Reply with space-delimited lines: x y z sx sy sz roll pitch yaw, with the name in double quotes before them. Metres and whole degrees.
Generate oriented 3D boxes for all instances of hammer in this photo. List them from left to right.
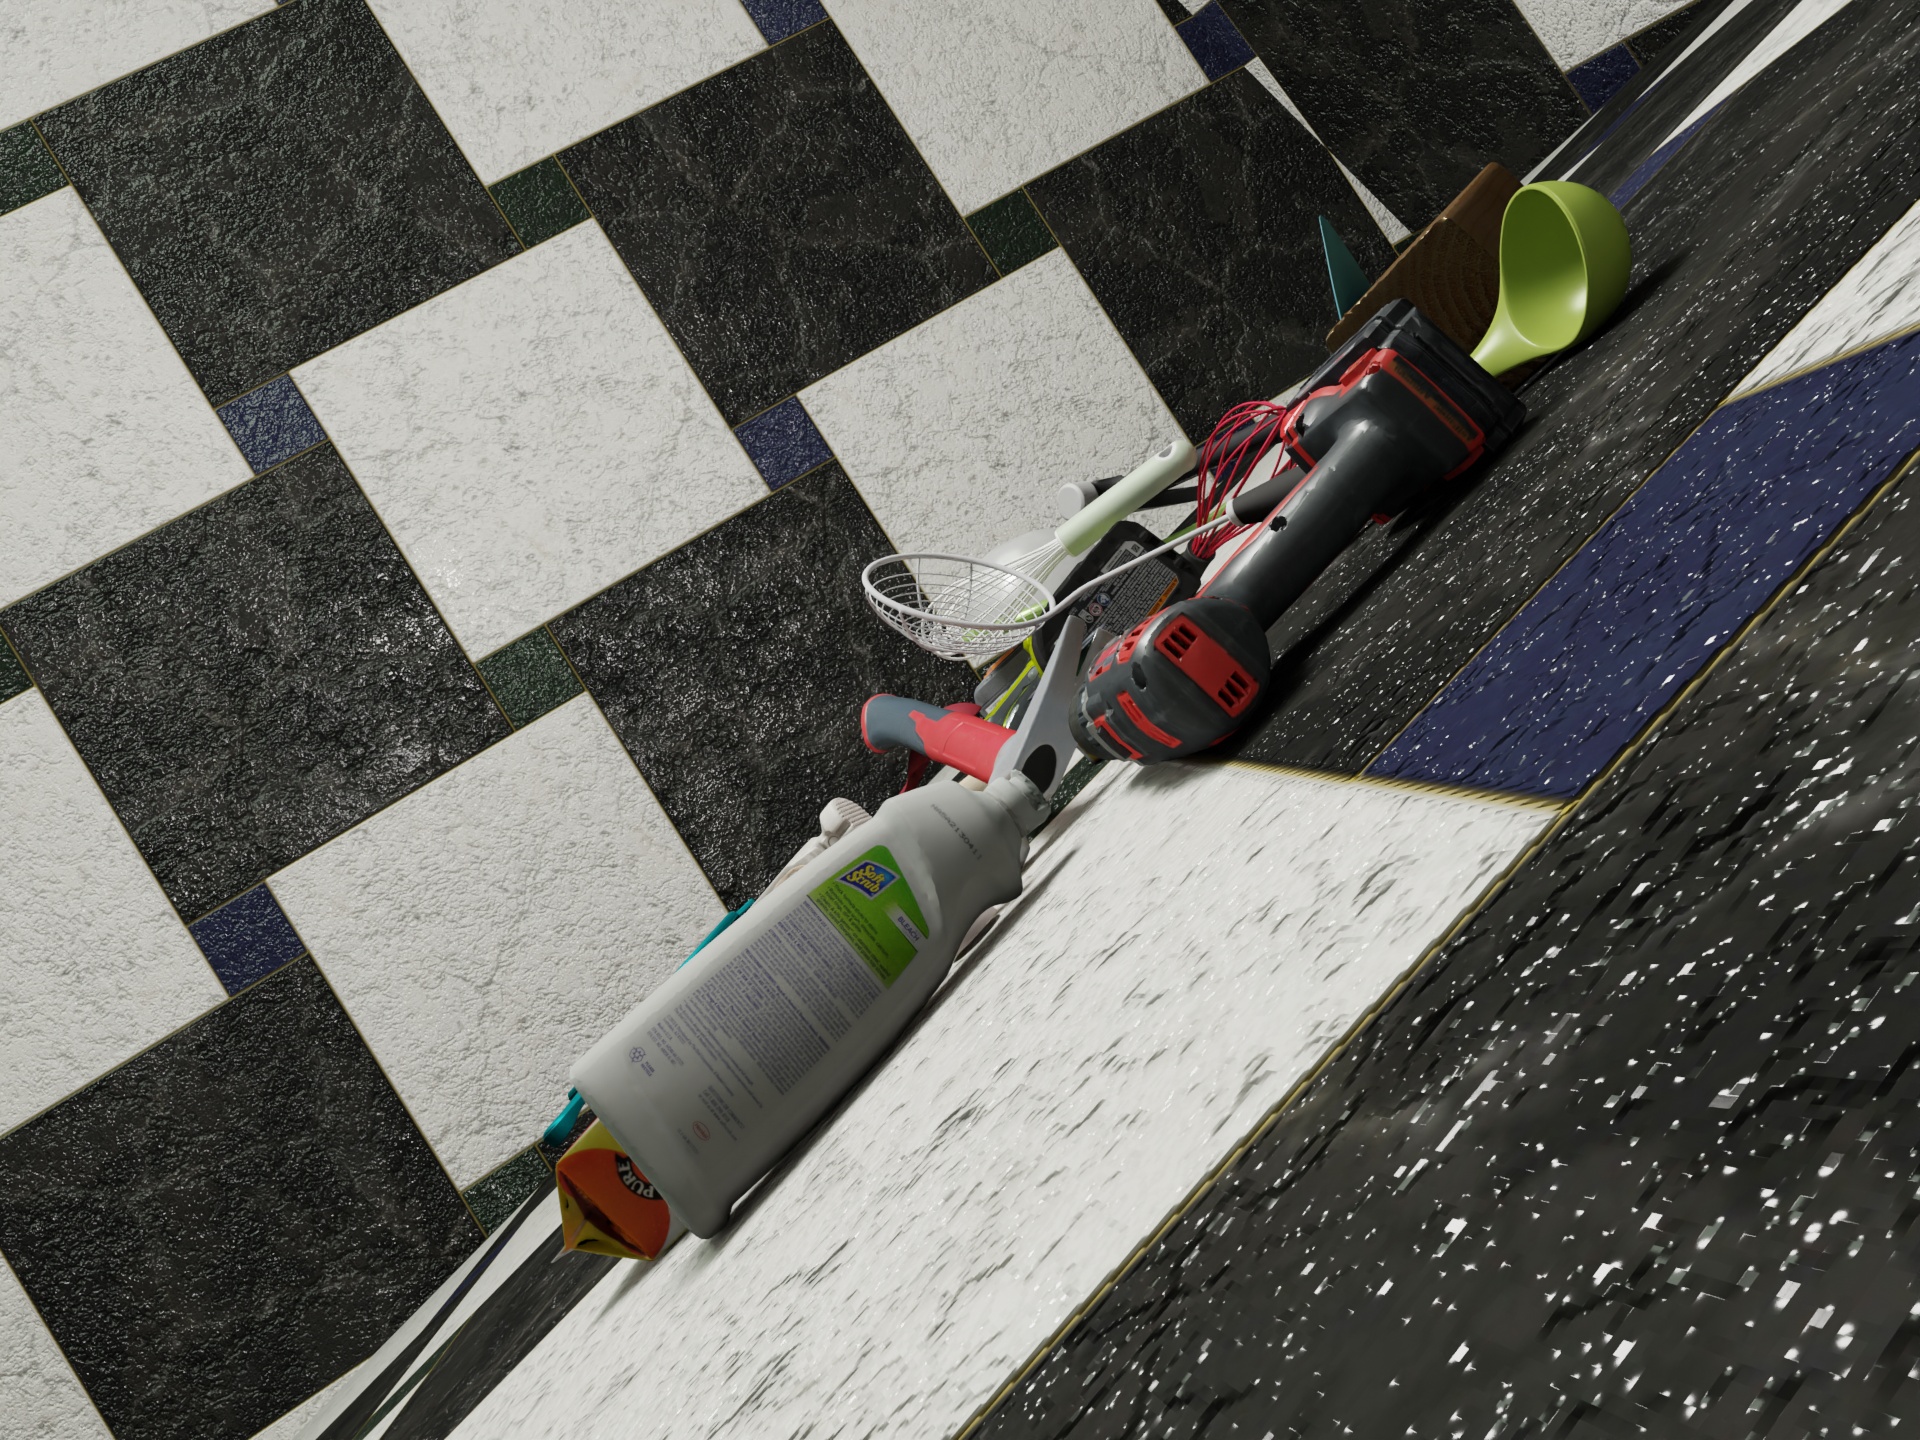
"hammer" -0.050 0.093 1.164 0.146 0.038 0.410 -50 -10 16
"hammer" -0.002 -0.003 1.043 0.143 0.038 0.386 -66 16 -1
"hammer" 0.235 -0.220 1.227 0.146 0.035 0.335 -15 -2 -41

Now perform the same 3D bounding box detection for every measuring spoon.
"measuring spoon" -0.011 0.115 0.846 0.034 0.018 0.124 -46 0 -22

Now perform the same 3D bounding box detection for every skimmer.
"skimmer" 0.104 -0.129 0.984 0.363 0.090 0.127 -24 9 29

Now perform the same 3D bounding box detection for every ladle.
"ladle" -0.058 0.088 1.286 0.069 0.031 0.315 -44 -12 -46
"ladle" 0.213 -0.140 0.818 0.062 0.078 0.320 7 -40 -36

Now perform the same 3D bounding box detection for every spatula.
"spatula" 0.244 -0.214 1.038 0.044 0.082 0.317 -9 -15 4

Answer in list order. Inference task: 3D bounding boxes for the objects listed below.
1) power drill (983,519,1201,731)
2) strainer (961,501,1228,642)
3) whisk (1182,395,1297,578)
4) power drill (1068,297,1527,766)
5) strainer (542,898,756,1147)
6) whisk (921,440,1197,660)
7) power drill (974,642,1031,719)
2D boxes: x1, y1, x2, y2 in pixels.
"power drill" 0.095 -0.055 1.192 0.190 0.080 0.228 -51 -3 -23
"strainer" 0.106 -0.145 1.346 0.256 0.069 0.151 -26 5 -1
"whisk" 0.187 -0.139 1.191 0.073 0.073 0.295 -46 -11 -32
"power drill" 0.137 -0.069 0.737 0.227 0.080 0.188 -49 1 -11
"strainer" -0.245 0.288 1.321 0.211 0.095 0.340 -48 2 15
"whisk" 0.071 -0.124 1.166 0.246 0.059 0.058 -36 28 17
"power drill" 0.118 -0.072 1.429 0.164 0.084 0.226 -43 -1 32
